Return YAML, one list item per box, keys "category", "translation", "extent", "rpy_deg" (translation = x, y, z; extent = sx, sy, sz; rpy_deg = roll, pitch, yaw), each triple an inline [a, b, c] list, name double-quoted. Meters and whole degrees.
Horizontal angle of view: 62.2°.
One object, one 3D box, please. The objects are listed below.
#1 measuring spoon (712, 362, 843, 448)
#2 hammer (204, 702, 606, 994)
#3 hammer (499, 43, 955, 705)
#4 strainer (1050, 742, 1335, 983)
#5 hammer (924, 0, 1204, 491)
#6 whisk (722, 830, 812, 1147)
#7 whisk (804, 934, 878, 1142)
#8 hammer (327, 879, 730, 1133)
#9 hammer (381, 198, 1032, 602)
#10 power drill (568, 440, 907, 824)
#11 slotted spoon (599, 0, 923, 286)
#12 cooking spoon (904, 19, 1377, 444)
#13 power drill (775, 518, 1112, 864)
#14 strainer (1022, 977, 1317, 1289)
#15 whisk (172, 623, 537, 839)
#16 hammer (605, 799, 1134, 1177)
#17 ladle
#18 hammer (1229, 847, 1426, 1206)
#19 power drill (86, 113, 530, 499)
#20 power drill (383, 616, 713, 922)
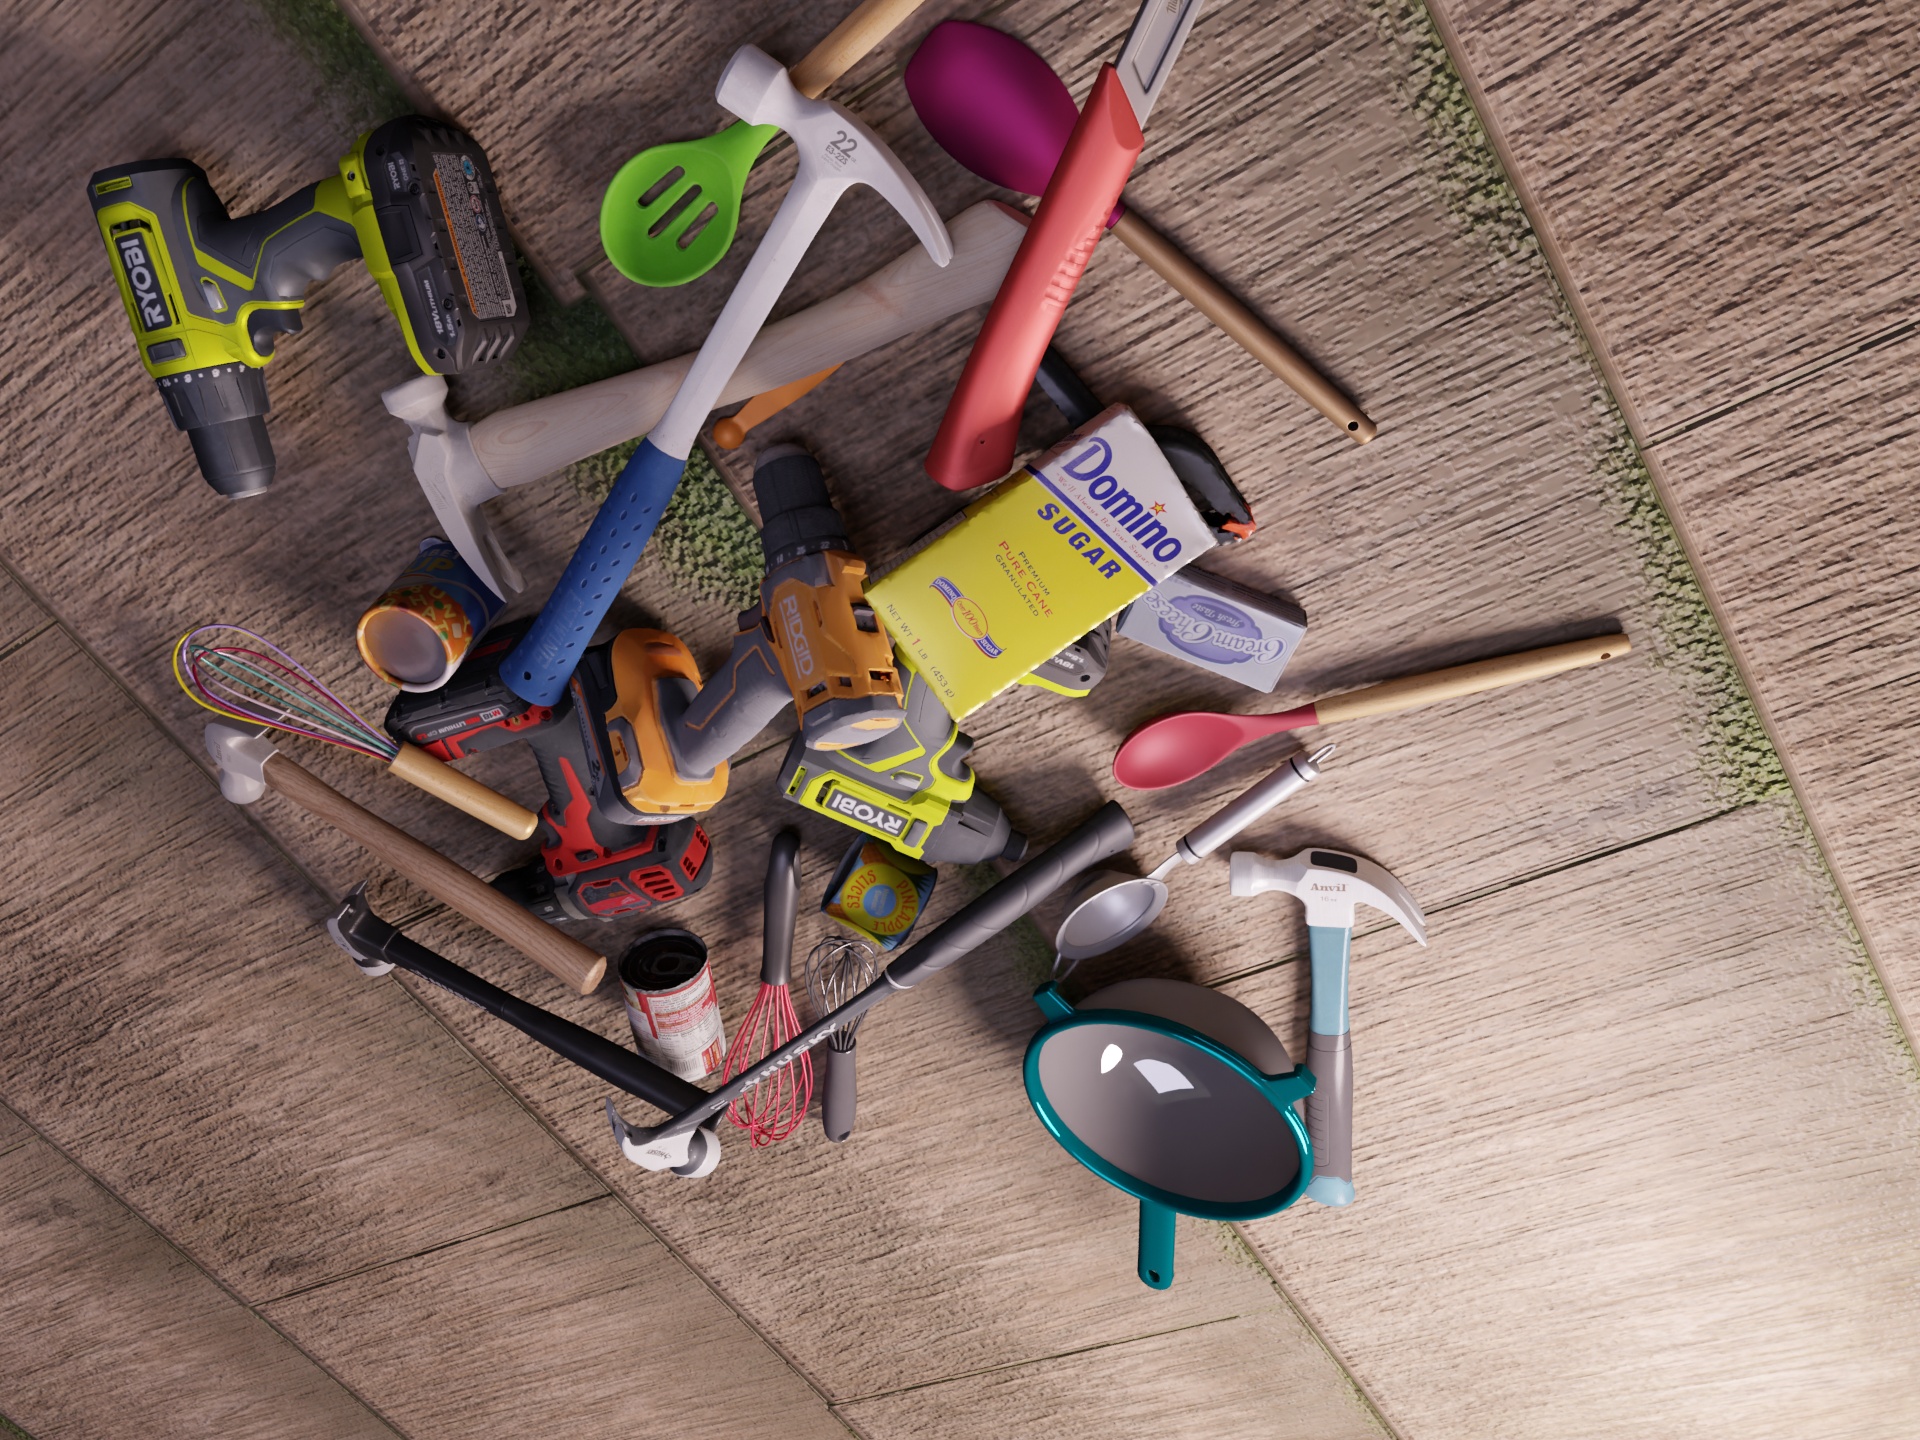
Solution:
- category: "measuring spoon"
  translation: [-0.104, -0.194, 0.933]
  extent: [0.117, 0.011, 0.021]
  rpy_deg: [-32, 113, 28]
- category: "hammer"
  translation: [-0.391, 0.091, 1.117]
  extent: [0.331, 0.031, 0.130]
  rpy_deg: [31, 144, 6]
- category: "hammer"
  translation: [-0.156, -0.159, 0.898]
  extent: [0.144, 0.035, 0.405]
  rpy_deg: [34, 119, -7]
- category: "strainer"
  translation: [0.146, 0.088, 1.056]
  extent: [0.258, 0.050, 0.086]
  rpy_deg: [-40, 145, 25]
- category: "hammer"
  translation: [0.057, -0.276, 0.790]
  extent: [0.149, 0.037, 0.359]
  rpy_deg: [18, 121, -17]
- category: "whisk"
  translation: [-0.140, 0.206, 1.190]
  extent: [0.073, 0.073, 0.295]
  rpy_deg: [11, 120, 5]
- category: "whisk"
  translation: [-0.093, 0.249, 1.216]
  extent: [0.055, 0.055, 0.238]
  rpy_deg: [9, 130, 6]
- category: "hammer"
  translation: [-0.322, 0.219, 1.181]
  extent: [0.335, 0.035, 0.146]
  rpy_deg: [26, 152, 8]
- category: "hammer"
  translation: [-0.137, -0.191, 0.919]
  extent: [0.410, 0.038, 0.146]
  rpy_deg: [-16, 111, 20]
- category: "power drill"
  translation: [-0.142, -0.048, 0.975]
  extent: [0.226, 0.084, 0.185]
  rpy_deg: [-26, 73, 35]
- category: "slotted spoon"
  translation: [-0.071, -0.334, 0.821]
  extent: [0.313, 0.031, 0.070]
  rpy_deg: [-33, 112, 27]
- category: "cooking spoon"
  translation: [0.103, -0.250, 0.845]
  extent: [0.318, 0.017, 0.068]
  rpy_deg: [37, 123, -13]
- category: "power drill"
  translation: [-0.002, -0.003, 1.006]
  extent: [0.171, 0.080, 0.223]
  rpy_deg: [24, 129, -8]
- category: "strainer"
  translation: [0.160, 0.298, 1.168]
  extent: [0.211, 0.095, 0.340]
  rpy_deg: [15, 136, 20]
- category: "whisk"
  translation: [-0.384, 0.014, 1.018]
  extent: [0.244, 0.047, 0.051]
  rpy_deg: [33, 145, -21]
- category: "hammer"
  translation: [-0.057, 0.179, 1.064]
  extent: [0.409, 0.036, 0.149]
  rpy_deg: [-35, 153, 4]
- category: "ladle"
  translation: [0.244, -0.010, 0.975]
  extent: [0.315, 0.031, 0.069]
  rpy_deg: [-14, 142, 18]
- category: "hammer"
  translation: [0.261, 0.227, 1.132]
  extent: [0.128, 0.033, 0.330]
  rpy_deg: [0, 124, 13]
- category: "power drill"
  translation: [-0.369, -0.234, 0.904]
  extent: [0.228, 0.080, 0.190]
  rpy_deg: [-7, 106, 17]
- category: "power drill"
  translation: [-0.301, 0.054, 1.111]
  extent: [0.188, 0.080, 0.226]
  rpy_deg: [-16, 122, 22]
